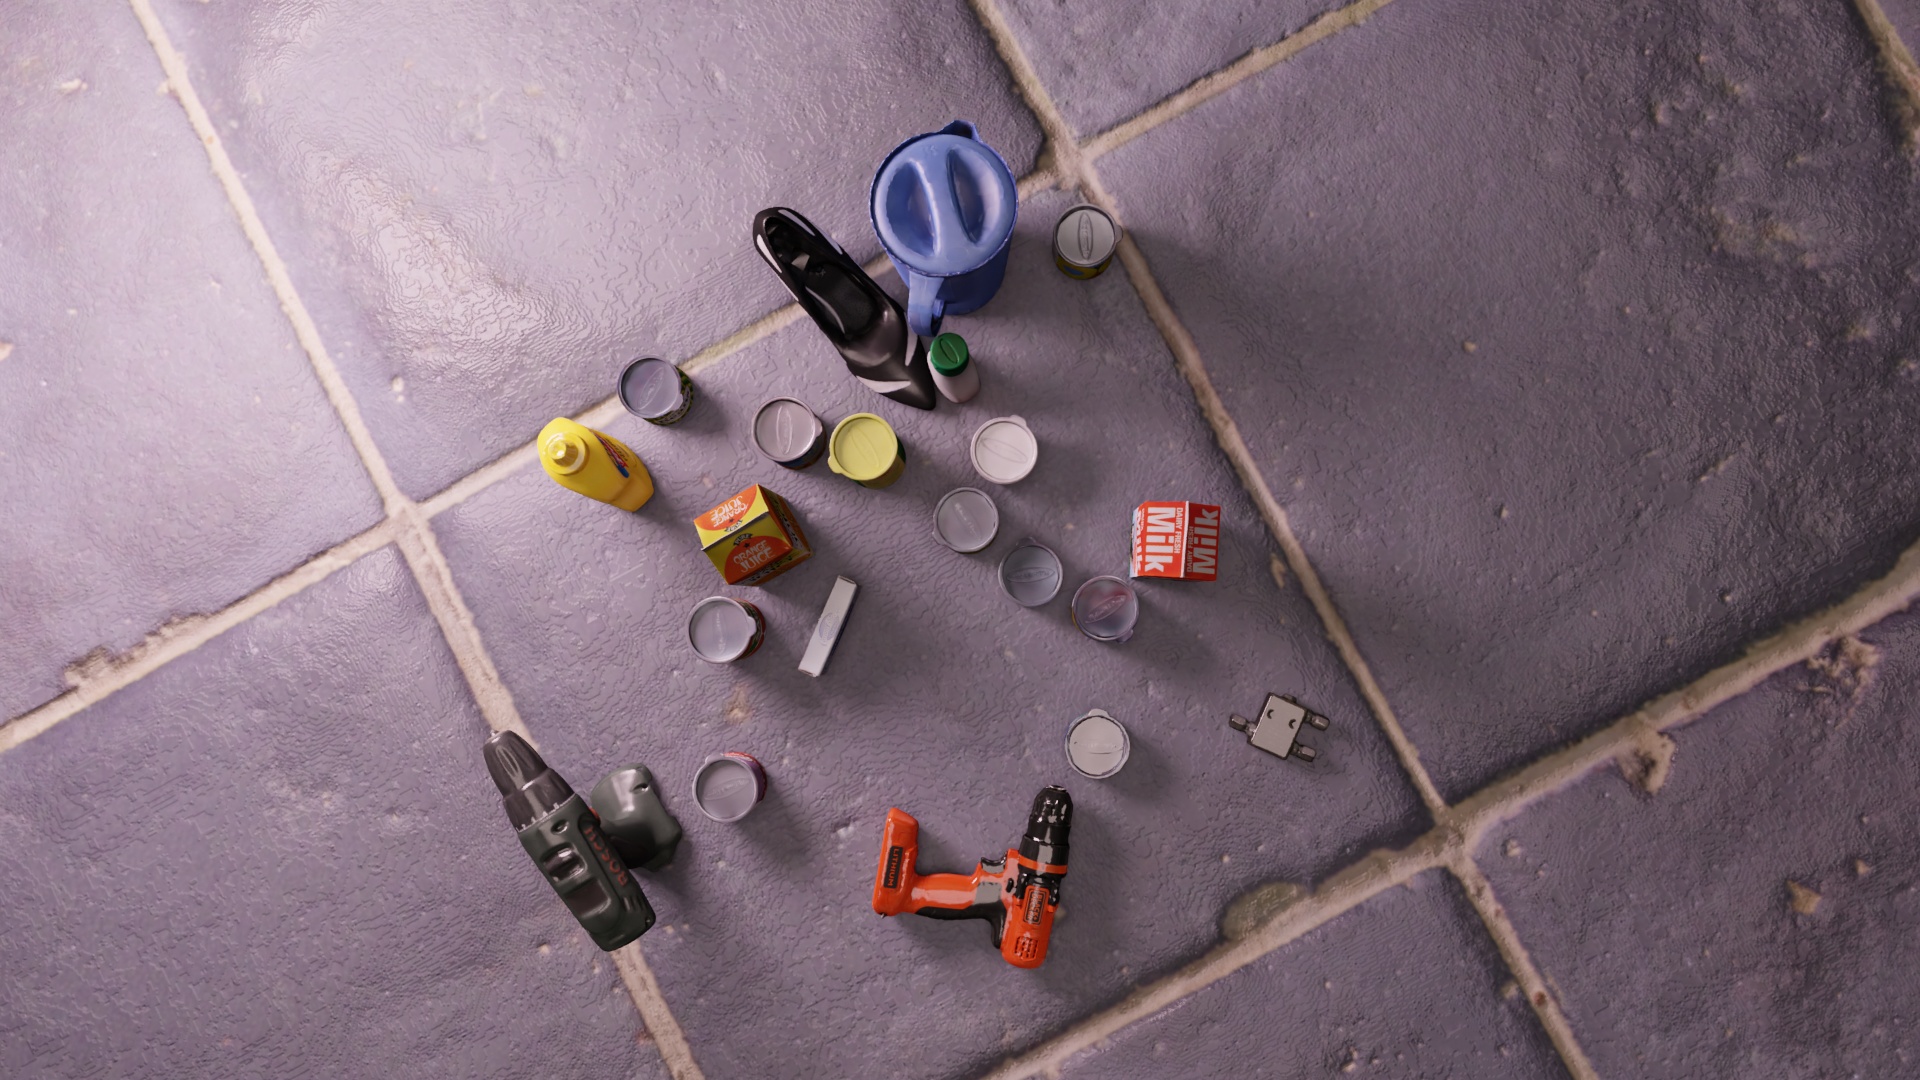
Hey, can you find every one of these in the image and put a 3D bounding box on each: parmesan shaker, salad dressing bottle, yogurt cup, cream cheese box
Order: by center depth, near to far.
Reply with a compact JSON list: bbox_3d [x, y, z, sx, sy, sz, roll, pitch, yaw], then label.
[{"bbox_3d":[-0.008,-0.174,1.383,0.044,0.147,0.064,-34,86,0],"label":"salad dressing bottle"},{"bbox_3d":[-0.095,-0.087,1.403,0.071,0.103,0.071,0,87,2],"label":"parmesan shaker"},{"bbox_3d":[-0.132,0.088,1.418,0.024,0.053,0.104,23,88,3],"label":"cream cheese box"},{"bbox_3d":[0.045,-0.089,1.423,0.072,0.054,0.072,0,87,2],"label":"yogurt cup"}]

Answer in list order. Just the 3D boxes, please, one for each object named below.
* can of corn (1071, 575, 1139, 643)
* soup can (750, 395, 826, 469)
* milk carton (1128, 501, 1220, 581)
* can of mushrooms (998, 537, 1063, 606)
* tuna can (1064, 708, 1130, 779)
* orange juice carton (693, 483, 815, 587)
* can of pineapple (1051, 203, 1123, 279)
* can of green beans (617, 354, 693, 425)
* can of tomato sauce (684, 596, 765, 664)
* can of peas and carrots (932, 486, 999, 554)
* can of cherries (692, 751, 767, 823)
[{"bbox_3d":[0.147,0.072,1.406,0.071,0.058,0.071,0,87,2],"label":"can of corn"},{"bbox_3d":[-0.171,-0.108,1.417,0.071,0.084,0.071,0,87,2],"label":"soup can"},{"bbox_3d":[0.207,0.003,1.342,0.073,0.190,0.072,4,87,3],"label":"milk carton"},{"bbox_3d":[0.072,0.033,1.424,0.071,0.033,0.071,0,86,2],"label":"can of mushrooms"},{"bbox_3d":[0.138,0.205,1.411,0.071,0.033,0.071,0,86,2],"label":"tuna can"},{"bbox_3d":[-0.202,-0.003,1.357,0.072,0.192,0.073,-29,86,1],"label":"orange juice carton"},{"bbox_3d":[0.129,-0.307,1.432,0.071,0.058,0.071,0,87,2],"label":"can of pineapple"},{"bbox_3d":[-0.315,-0.155,1.438,0.071,0.058,0.071,0,87,2],"label":"can of green beans"},{"bbox_3d":[-0.235,0.090,1.407,0.071,0.083,0.071,0,87,2],"label":"can of tomato sauce"},{"bbox_3d":[0.005,-0.018,1.417,0.071,0.058,0.071,0,87,2],"label":"can of peas and carrots"},{"bbox_3d":[-0.233,0.247,1.409,0.071,0.058,0.071,0,87,2],"label":"can of cherries"}]
